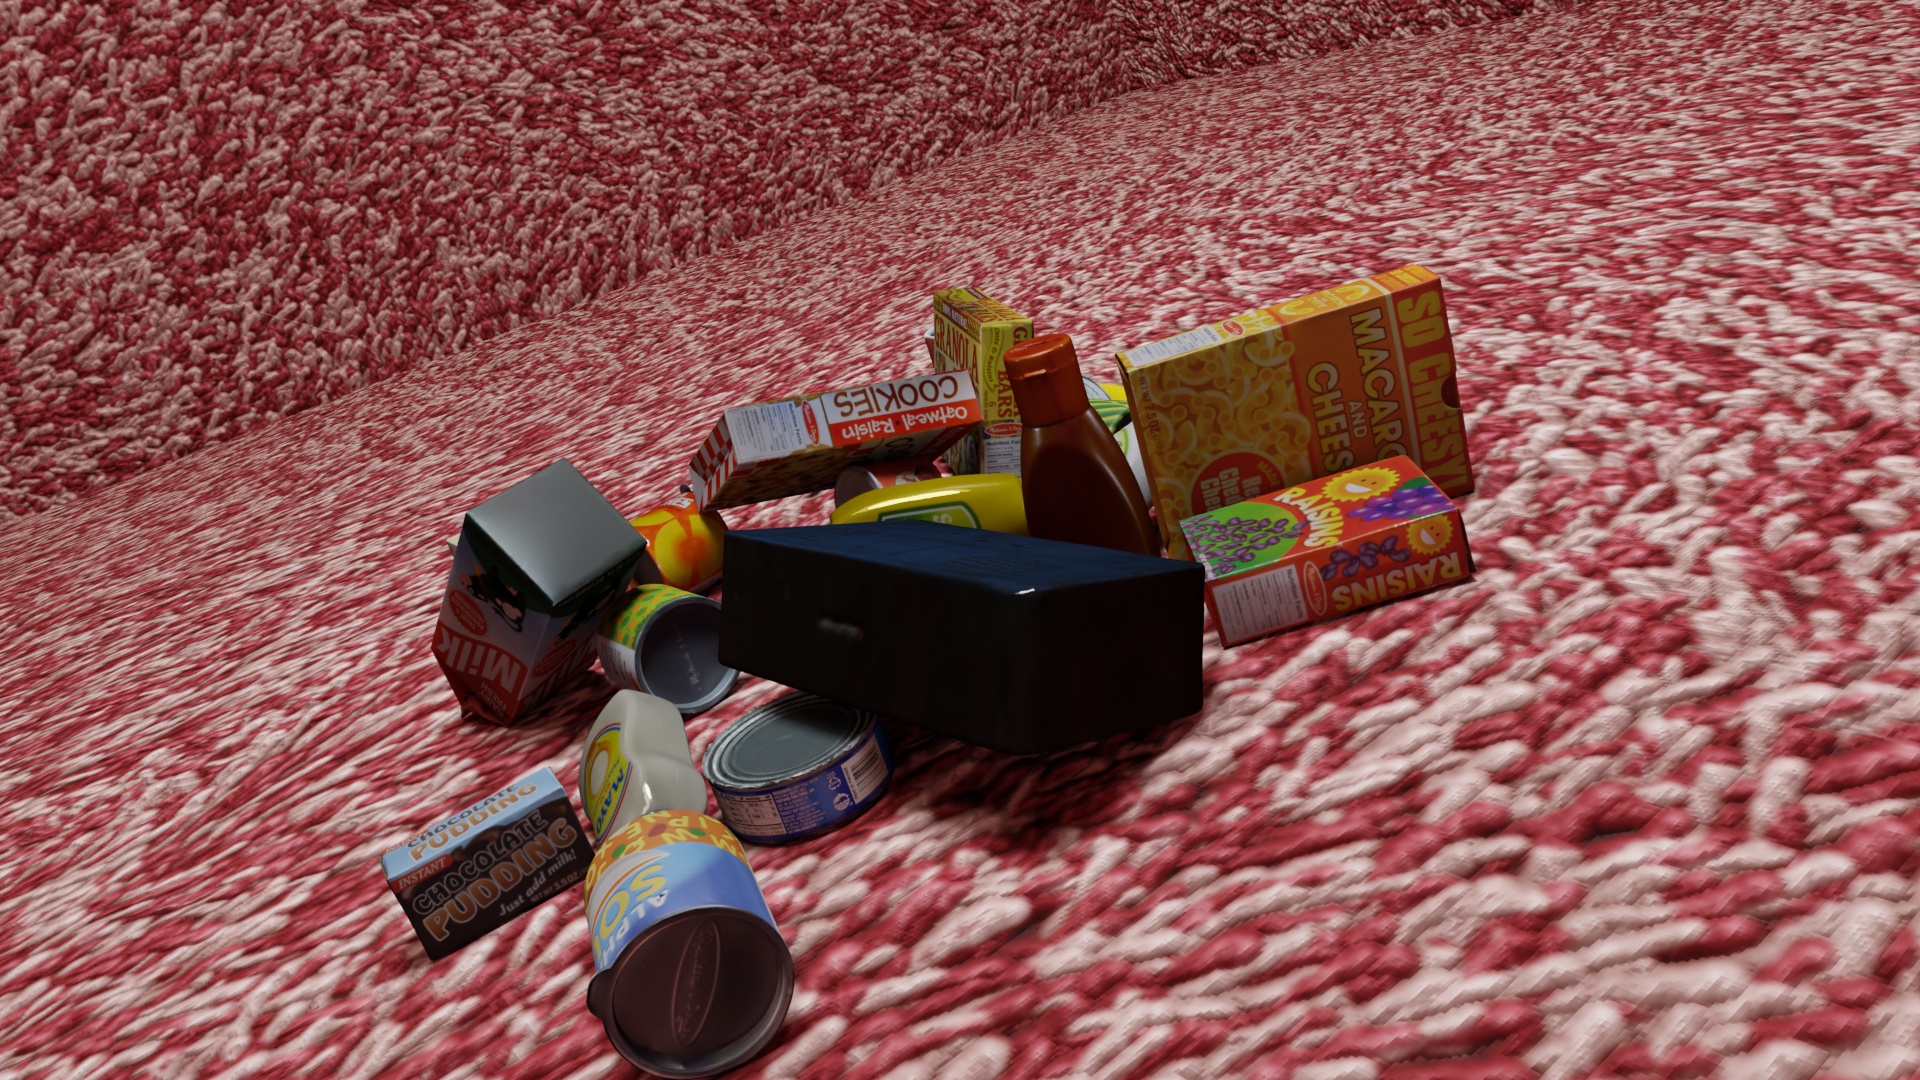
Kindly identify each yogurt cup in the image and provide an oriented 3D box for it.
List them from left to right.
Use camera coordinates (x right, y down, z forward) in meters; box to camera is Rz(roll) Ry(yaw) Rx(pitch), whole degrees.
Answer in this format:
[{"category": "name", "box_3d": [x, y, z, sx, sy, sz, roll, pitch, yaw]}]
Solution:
[{"category": "yogurt cup", "box_3d": [-0.043, -0.023, 0.910, 0.054, 0.072, 0.072, -21, 19, -32]}]

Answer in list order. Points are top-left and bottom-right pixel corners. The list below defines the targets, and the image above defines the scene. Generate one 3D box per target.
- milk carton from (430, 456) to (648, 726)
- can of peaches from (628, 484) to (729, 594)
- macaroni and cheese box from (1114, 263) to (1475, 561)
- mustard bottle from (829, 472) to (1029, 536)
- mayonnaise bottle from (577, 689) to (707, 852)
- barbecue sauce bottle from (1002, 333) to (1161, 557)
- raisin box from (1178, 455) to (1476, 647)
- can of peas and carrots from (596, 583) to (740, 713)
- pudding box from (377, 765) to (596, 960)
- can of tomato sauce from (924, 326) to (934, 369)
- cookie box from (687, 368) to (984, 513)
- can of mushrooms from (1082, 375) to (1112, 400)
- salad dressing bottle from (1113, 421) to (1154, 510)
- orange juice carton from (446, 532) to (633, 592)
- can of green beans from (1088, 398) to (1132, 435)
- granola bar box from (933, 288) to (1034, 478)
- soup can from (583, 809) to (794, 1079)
[{"category": "milk carton", "box_3d": [-0.257, 0.044, 0.825, 0.073, 0.073, 0.189, -40, -9, -41]}, {"category": "can of peaches", "box_3d": [-0.197, 0.005, 0.952, 0.058, 0.071, 0.071, -33, 25, -32]}, {"category": "macaroni and cheese box", "box_3d": [0.179, -0.062, 0.739, 0.166, 0.123, 0.040, -17, 23, 3]}, {"category": "mustard bottle", "box_3d": [0.003, -0.011, 0.840, 0.160, 0.065, 0.049, -14, 16, -2]}, {"category": "mayonnaise bottle", "box_3d": [-0.141, 0.121, 0.625, 0.041, 0.064, 0.148, 21, 7, -25]}, {"category": "barbecue sauce bottle", "box_3d": [0.060, -0.033, 0.724, 0.065, 0.148, 0.044, -11, 22, 19]}, {"category": "raisin box", "box_3d": [0.178, 0.004, 0.691, 0.123, 0.040, 0.086, -17, 19, 6]}, {"category": "can of peas and carrots", "box_3d": [-0.164, 0.059, 0.792, 0.071, 0.070, 0.058, -30, 23, -30]}, {"category": "pudding box", "box_3d": [-0.214, 0.146, 0.633, 0.084, 0.049, 0.030, -27, 23, -23]}, {"category": "can of tomato sauce", "box_3d": [0.011, -0.137, 1.127, 0.071, 0.082, 0.071, -15, 20, 6]}, {"category": "cookie box", "box_3d": [-0.084, -0.065, 0.915, 0.168, 0.040, 0.122, -12, -8, -24]}, {"category": "can of mushrooms", "box_3d": [0.076, -0.074, 0.942, 0.033, 0.070, 0.071, -30, 23, -28]}, {"category": "salad dressing bottle", "box_3d": [0.103, -0.046, 0.809, 0.148, 0.044, 0.064, -47, 16, -20]}, {"category": "orange juice carton", "box_3d": [-0.285, 0.027, 0.967, 0.073, 0.071, 0.192, -30, 23, -29]}, {"category": "can of green beans", "box_3d": [0.095, -0.056, 0.875, 0.071, 0.071, 0.058, -30, 24, -31]}, {"category": "granola bar box", "box_3d": [0.015, -0.106, 0.981, 0.039, 0.123, 0.166, -4, 18, -11]}, {"category": "soup can", "box_3d": [-0.106, 0.146, 0.515, 0.071, 0.071, 0.084, -23, 20, -14]}]
